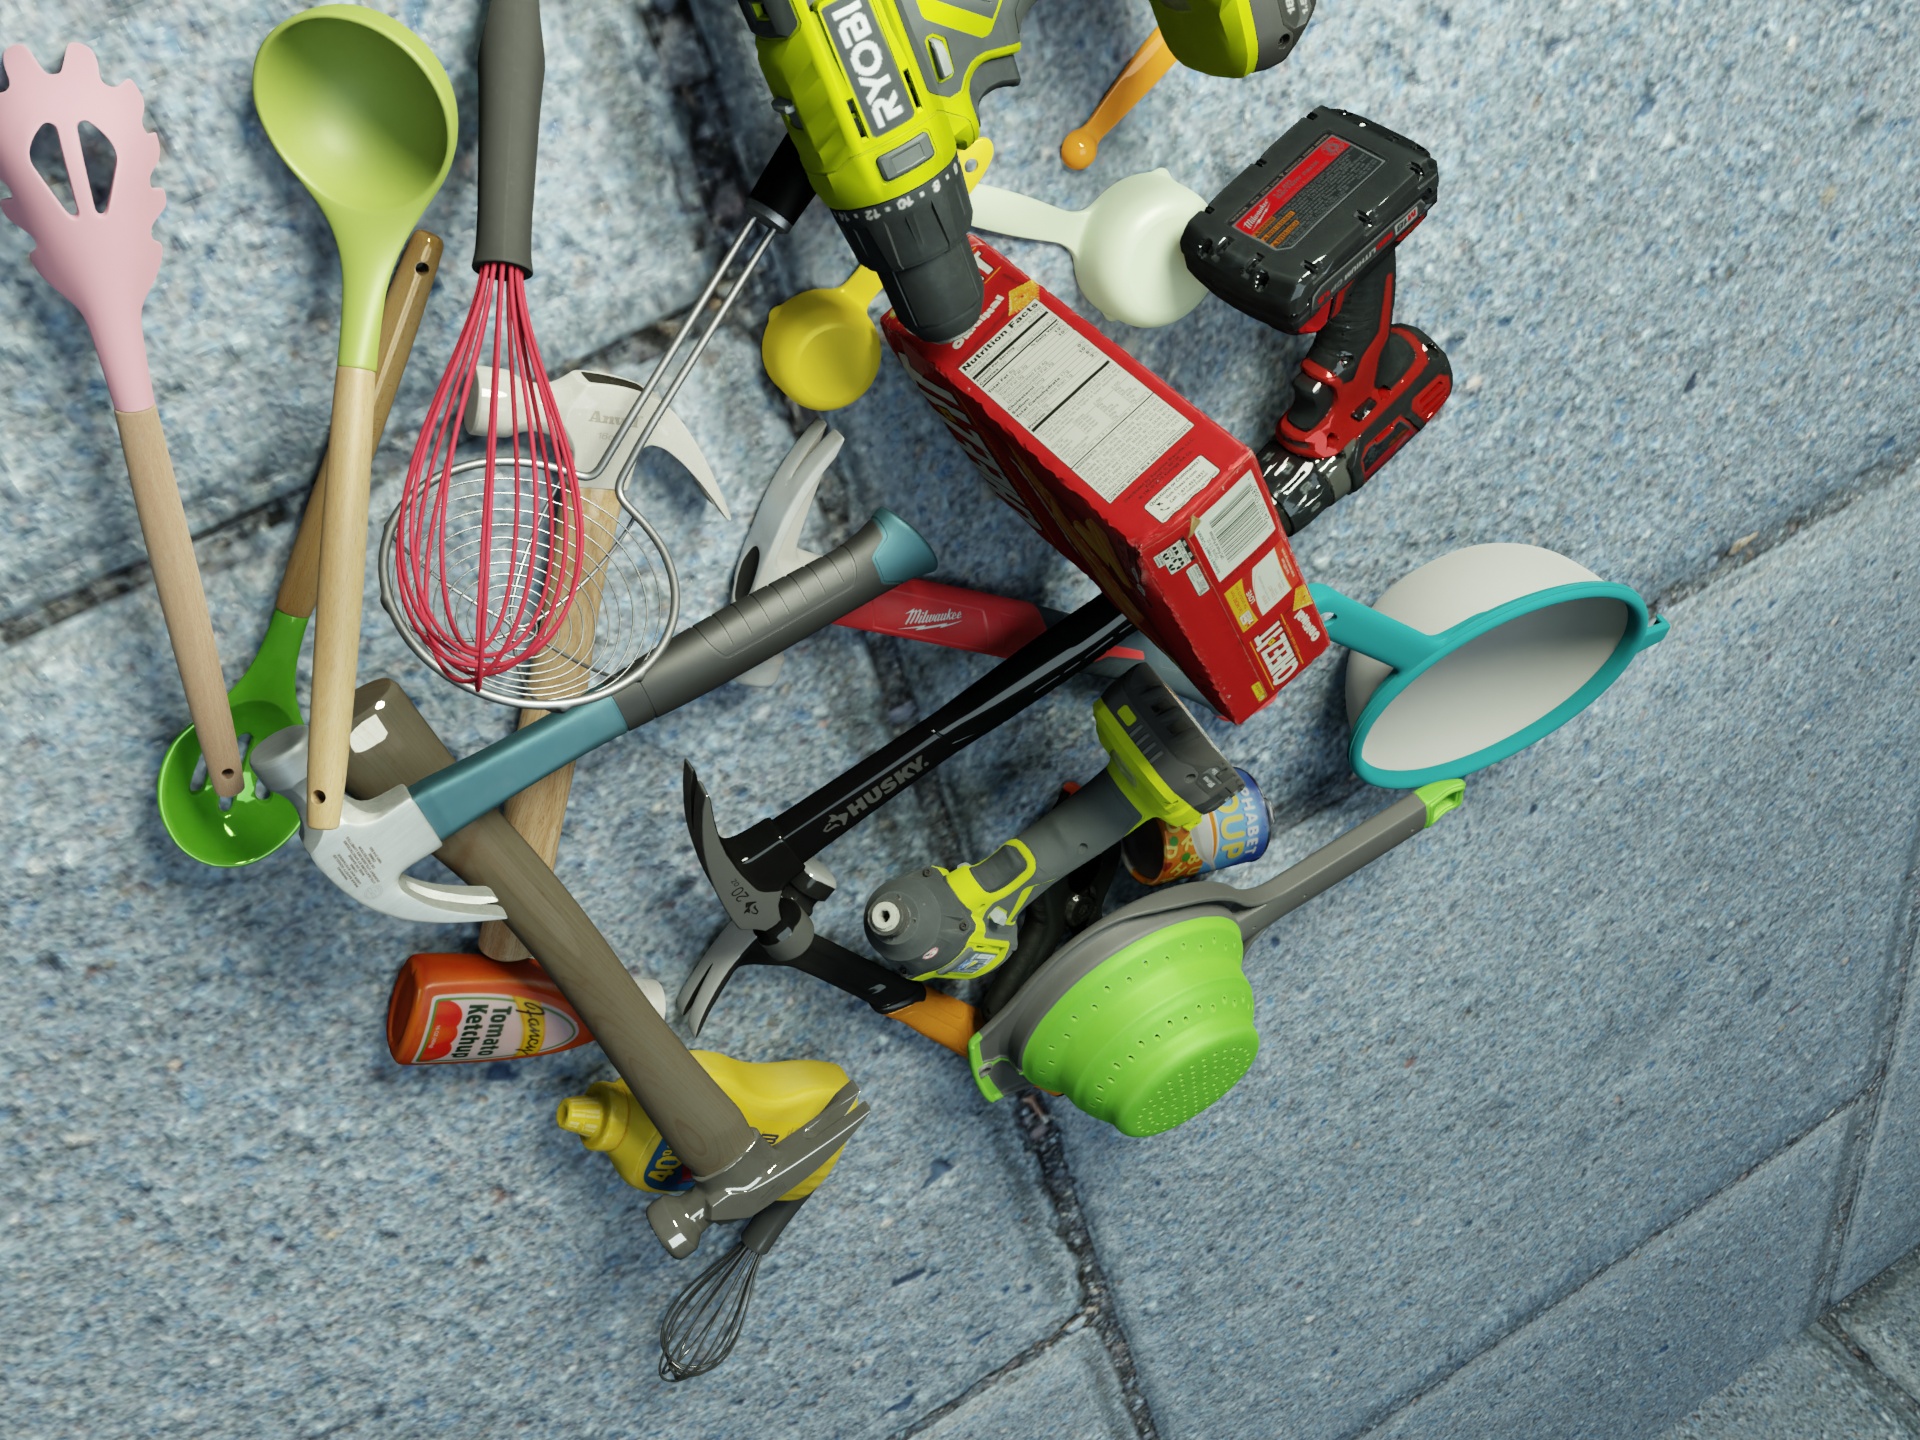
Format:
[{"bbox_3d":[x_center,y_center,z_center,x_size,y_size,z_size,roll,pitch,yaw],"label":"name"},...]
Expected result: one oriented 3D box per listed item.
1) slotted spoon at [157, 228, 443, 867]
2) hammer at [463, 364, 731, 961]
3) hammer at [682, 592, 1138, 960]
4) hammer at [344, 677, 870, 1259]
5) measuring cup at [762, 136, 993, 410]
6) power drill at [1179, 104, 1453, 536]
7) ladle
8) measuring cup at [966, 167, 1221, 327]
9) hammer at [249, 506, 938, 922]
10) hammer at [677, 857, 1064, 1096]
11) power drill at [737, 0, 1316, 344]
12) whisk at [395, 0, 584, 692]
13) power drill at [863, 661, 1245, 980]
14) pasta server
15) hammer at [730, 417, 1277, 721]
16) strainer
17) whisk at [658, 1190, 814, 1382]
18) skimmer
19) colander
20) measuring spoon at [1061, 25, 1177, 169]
[{"bbox_3d":[-0.292,-0.072,0.720,0.070,0.031,0.313,14,111,-37],"label":"slotted spoon"},{"bbox_3d":[-0.203,-0.016,0.809,0.130,0.031,0.331,0,121,-31],"label":"hammer"},{"bbox_3d":[-0.001,-0.003,0.885,0.335,0.035,0.146,-35,135,-4],"label":"hammer"},{"bbox_3d":[-0.191,0.133,0.858,0.146,0.038,0.410,-34,125,-9],"label":"hammer"},{"bbox_3d":[-0.034,-0.215,0.768,0.156,0.029,0.062,-47,133,14],"label":"measuring cup"},{"bbox_3d":[0.186,-0.191,0.868,0.188,0.080,0.226,-43,148,-7],"label":"power drill"},{"bbox_3d":[-0.245,-0.113,0.627,0.078,0.062,0.320,6,95,3],"label":"ladle"},{"bbox_3d":[0.064,-0.245,0.808,0.167,0.038,0.083,2,119,-34],"label":"measuring cup"},{"bbox_3d":[-0.156,-0.014,0.770,0.331,0.033,0.128,-31,123,-16],"label":"hammer"},{"bbox_3d":[-0.031,0.198,1.059,0.127,0.034,0.336,-50,132,7],"label":"hammer"},{"bbox_3d":[0.031,-0.286,0.672,0.228,0.080,0.190,-32,126,-8],"label":"power drill"},{"bbox_3d":[-0.180,-0.158,0.624,0.073,0.073,0.296,5,83,-34],"label":"whisk"},{"bbox_3d":[0.049,0.070,0.928,0.223,0.080,0.171,-39,161,8],"label":"power drill"},{"bbox_3d":[-0.333,-0.106,0.653,0.060,0.040,0.316,-13,125,-24],"label":"pasta server"},{"bbox_3d":[0.050,-0.063,0.927,0.386,0.038,0.143,9,114,-36],"label":"hammer"},{"bbox_3d":[0.293,-0.062,1.016,0.340,0.095,0.211,15,133,-44],"label":"strainer"},{"bbox_3d":[-0.139,0.361,1.099,0.055,0.055,0.239,27,100,-41],"label":"whisk"},{"bbox_3d":[-0.115,-0.171,0.685,0.127,0.090,0.363,32,91,-6],"label":"skimmer"},{"bbox_3d":[0.198,0.168,1.065,0.397,0.095,0.204,-30,146,-10],"label":"colander"},{"bbox_3d":[0.093,-0.322,0.792,0.117,0.011,0.021,-49,132,6],"label":"measuring spoon"}]
